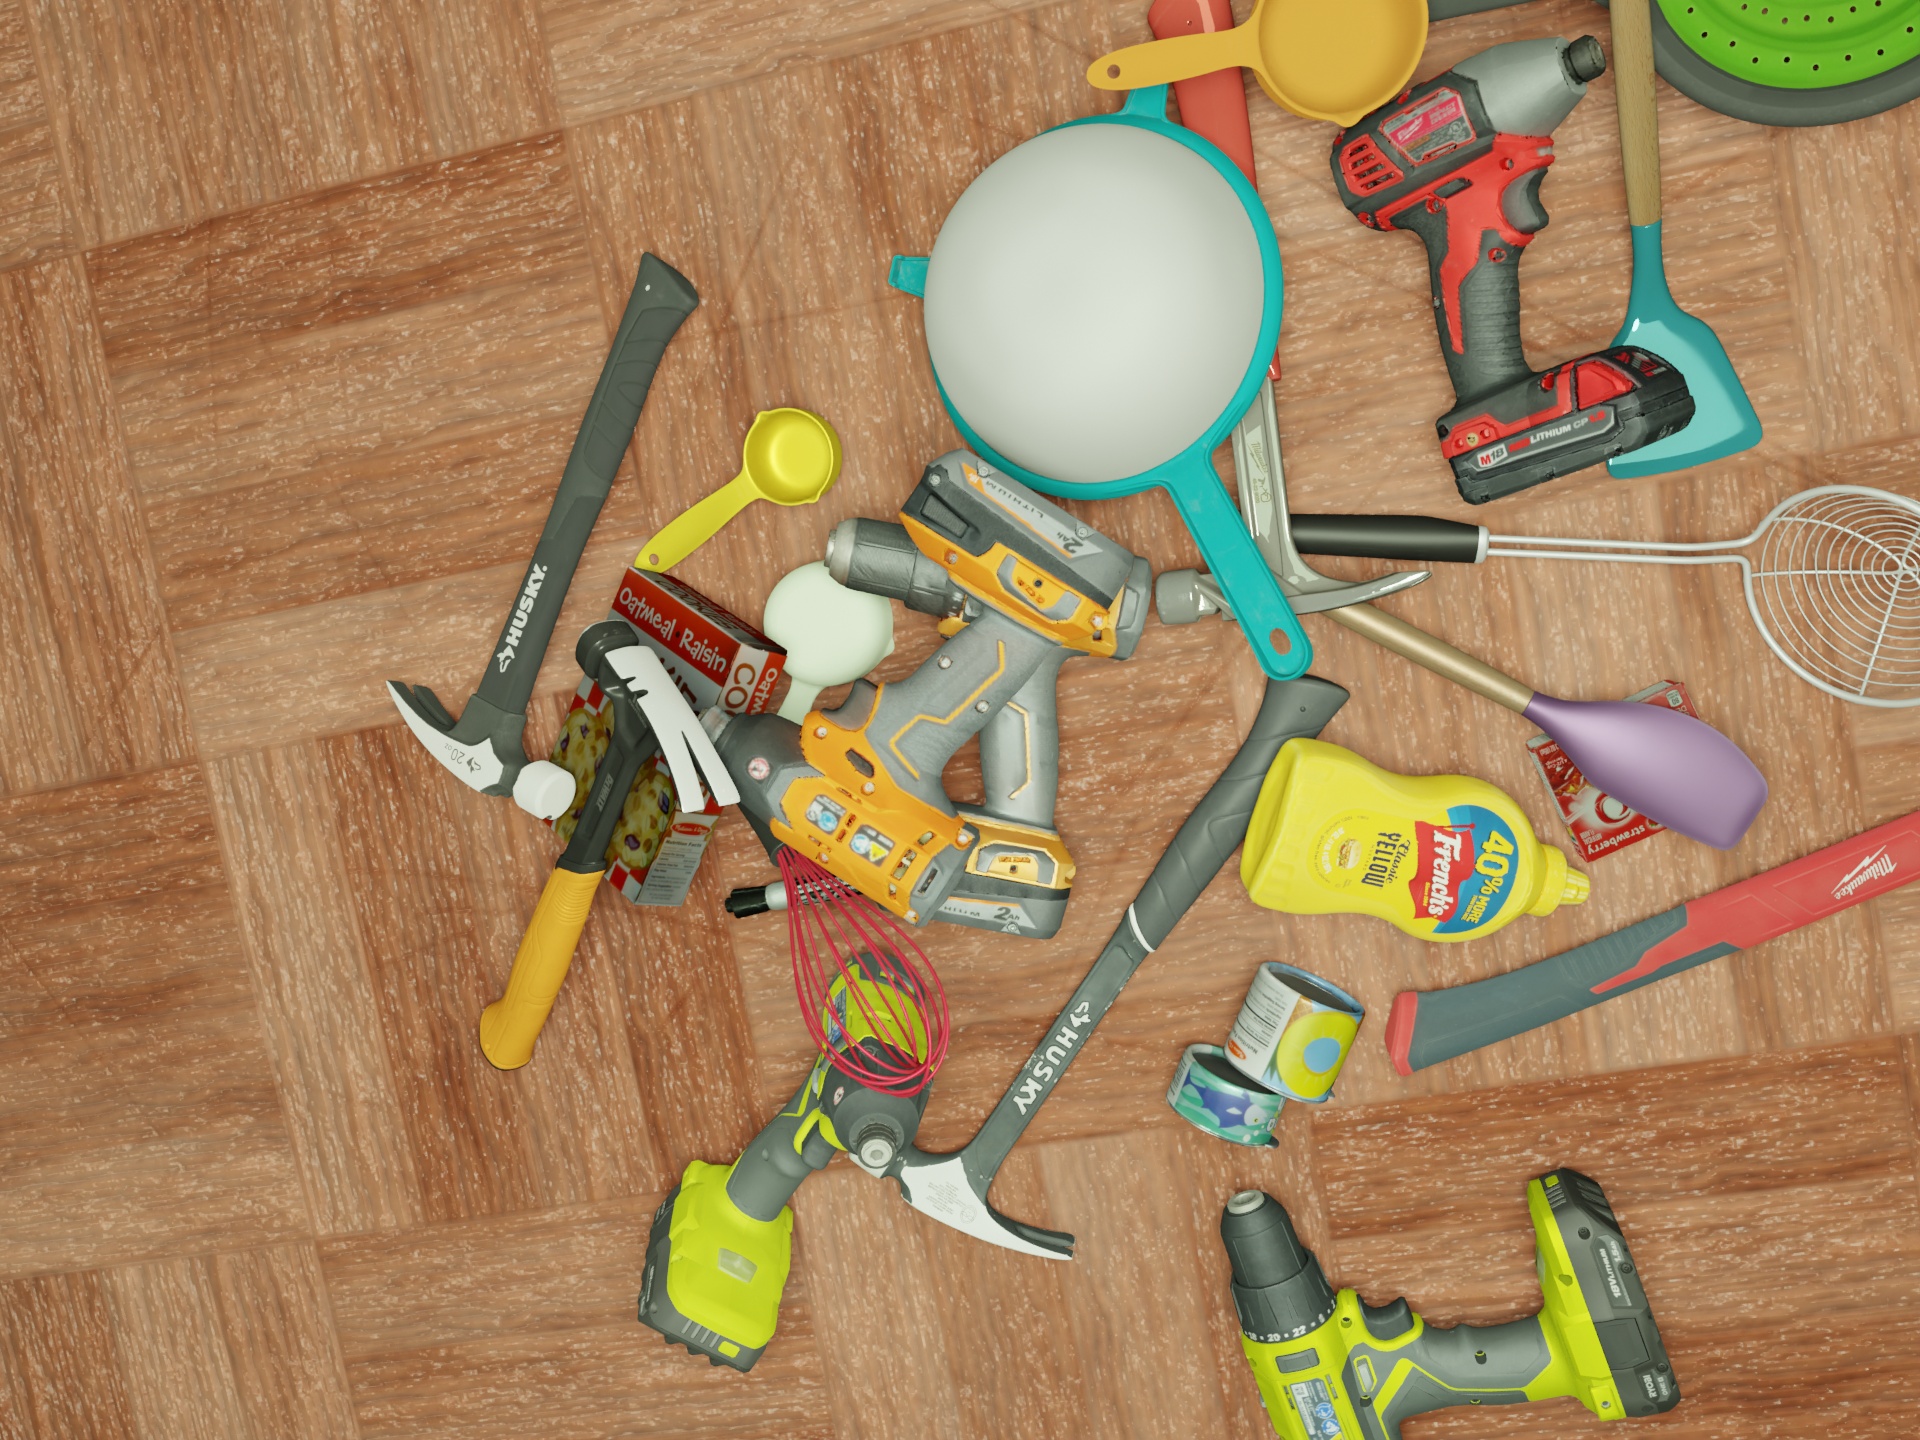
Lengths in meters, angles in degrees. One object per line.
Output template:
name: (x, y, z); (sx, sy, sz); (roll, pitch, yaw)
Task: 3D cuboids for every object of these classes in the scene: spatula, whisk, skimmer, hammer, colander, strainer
spatula: (0.358, -0.281, 0.822); (0.082, 0.044, 0.317); (-13, 120, 13)
whisk: (-0.089, 0.089, 0.896); (0.073, 0.073, 0.296); (-43, 53, 11)
skimmer: (0.345, -0.076, 0.858); (0.363, 0.090, 0.127); (4, 132, 11)
hammer: (0.162, -0.236, 0.877); (0.149, 0.036, 0.359); (-7, 91, 20)
colander: (0.358, -0.408, 0.822); (0.397, 0.094, 0.204); (0, 120, 27)
strainer: (0.087, -0.171, 0.840); (0.211, 0.095, 0.340); (-32, 78, 24)
hammer: (0.430, 0.130, 0.897); (0.386, 0.038, 0.143); (-25, 94, 11)
hammer: (-0.239, -0.120, 0.957); (0.146, 0.035, 0.335); (24, 94, 28)
hammer: (-0.221, 0.104, 0.917); (0.127, 0.034, 0.336); (53, 132, 26)
spatula: (0.293, -0.024, 0.884); (0.316, 0.018, 0.059); (28, 104, 10)
hammer: (0.101, 0.144, 0.950); (0.149, 0.036, 0.409); (34, 100, 2)

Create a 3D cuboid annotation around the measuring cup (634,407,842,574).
measuring cup: (-0.136, -0.133, 0.964); (0.156, 0.029, 0.062); (-32, 91, 23)

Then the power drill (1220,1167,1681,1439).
power drill: (0.275, 0.345, 0.927); (0.228, 0.080, 0.190); (-20, 94, 13)

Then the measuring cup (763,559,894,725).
measuring cup: (-0.099, -0.017, 0.959); (0.083, 0.038, 0.167); (24, 98, 5)

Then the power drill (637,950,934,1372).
power drill: (-0.096, 0.261, 0.927); (0.080, 0.171, 0.223); (32, 106, -14)

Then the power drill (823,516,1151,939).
power drill: (-0.001, -0.003, 0.913); (0.185, 0.084, 0.226); (11, 96, -6)

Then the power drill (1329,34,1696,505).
power drill: (0.293, -0.237, 0.831); (0.143, 0.078, 0.219); (-19, 93, 45)

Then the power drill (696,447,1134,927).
power drill: (-0.028, -0.026, 0.838); (0.164, 0.084, 0.226); (32, 95, 2)

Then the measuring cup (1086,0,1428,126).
measuring cup: (0.152, -0.352, 0.833); (0.173, 0.052, 0.095); (-8, 108, 7)
